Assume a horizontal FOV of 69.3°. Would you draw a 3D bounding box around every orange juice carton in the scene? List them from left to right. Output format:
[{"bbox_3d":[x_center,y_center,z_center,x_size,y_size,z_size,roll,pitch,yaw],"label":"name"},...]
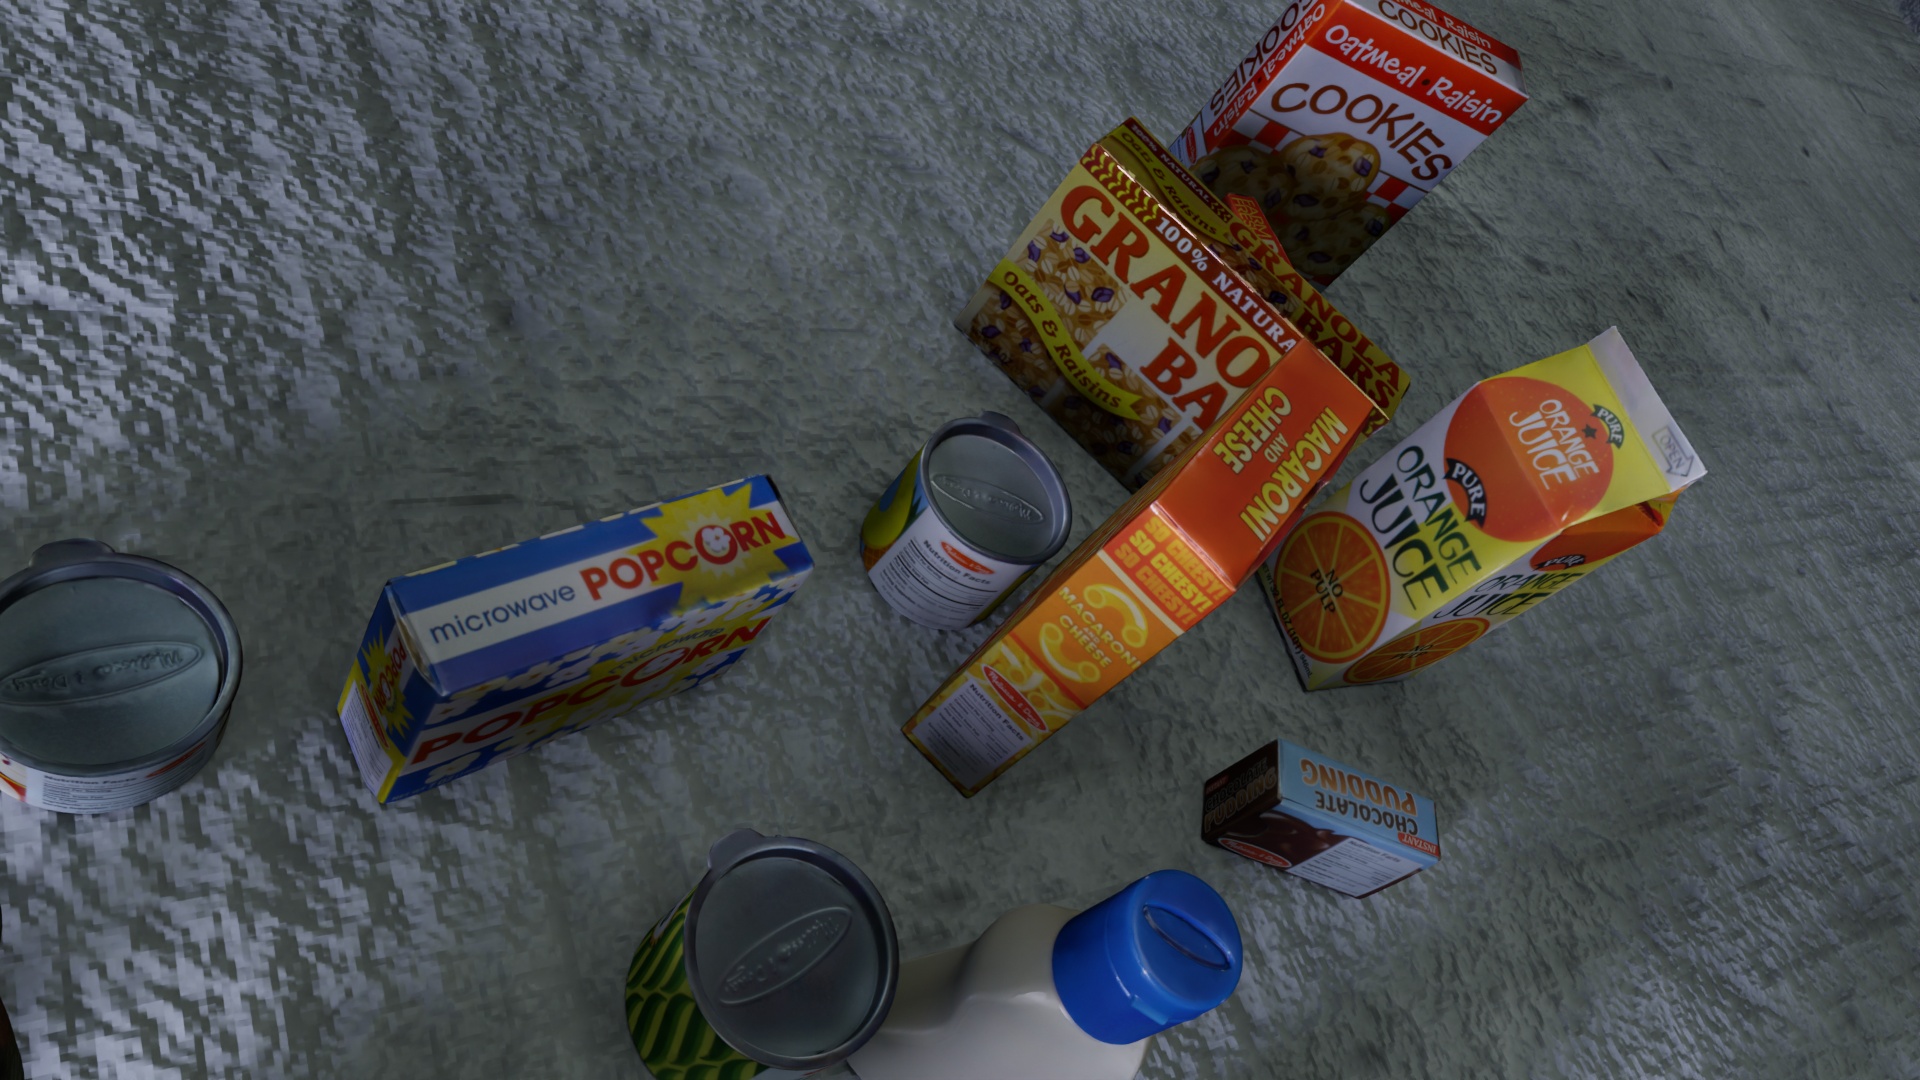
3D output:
[{"bbox_3d":[0.222,-0.008,0.599,0.073,0.191,0.072,-1,61,-33],"label":"orange juice carton"}]

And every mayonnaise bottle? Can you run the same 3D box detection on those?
[{"bbox_3d":[0.023,0.136,0.403,0.065,0.147,0.041,34,47,-9],"label":"mayonnaise bottle"}]

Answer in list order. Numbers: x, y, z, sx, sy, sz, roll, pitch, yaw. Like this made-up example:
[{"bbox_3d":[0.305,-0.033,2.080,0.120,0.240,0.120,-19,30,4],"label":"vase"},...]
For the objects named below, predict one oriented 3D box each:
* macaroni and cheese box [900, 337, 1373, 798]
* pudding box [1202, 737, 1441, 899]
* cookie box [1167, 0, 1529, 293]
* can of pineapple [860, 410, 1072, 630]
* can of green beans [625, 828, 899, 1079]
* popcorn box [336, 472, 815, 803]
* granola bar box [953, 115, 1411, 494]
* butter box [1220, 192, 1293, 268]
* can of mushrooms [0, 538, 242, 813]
[{"bbox_3d":[0.062,0.013,0.500,0.040,0.165,0.124,45,47,1],"label":"macaroni and cheese box"},{"bbox_3d":[0.147,0.114,0.565,0.084,0.049,0.030,23,50,-18],"label":"pudding box"},{"bbox_3d":[0.192,-0.212,0.737,0.123,0.166,0.040,16,53,-24],"label":"cookie box"},{"bbox_3d":[0.002,-0.007,0.549,0.071,0.057,0.071,17,52,-23],"label":"can of pineapple"},{"bbox_3d":[-0.060,0.130,0.415,0.071,0.057,0.071,17,52,-23],"label":"can of green beans"},{"bbox_3d":[-0.118,0.029,0.428,0.127,0.084,0.038,-20,72,-40],"label":"popcorn box"},{"bbox_3d":[0.094,-0.085,0.616,0.165,0.123,0.039,44,47,0],"label":"granola bar box"},{"bbox_3d":[0.152,-0.127,0.731,0.024,0.053,0.104,-4,63,-35],"label":"butter box"},{"bbox_3d":[-0.236,0.037,0.381,0.071,0.033,0.071,17,52,-23],"label":"can of mushrooms"}]
